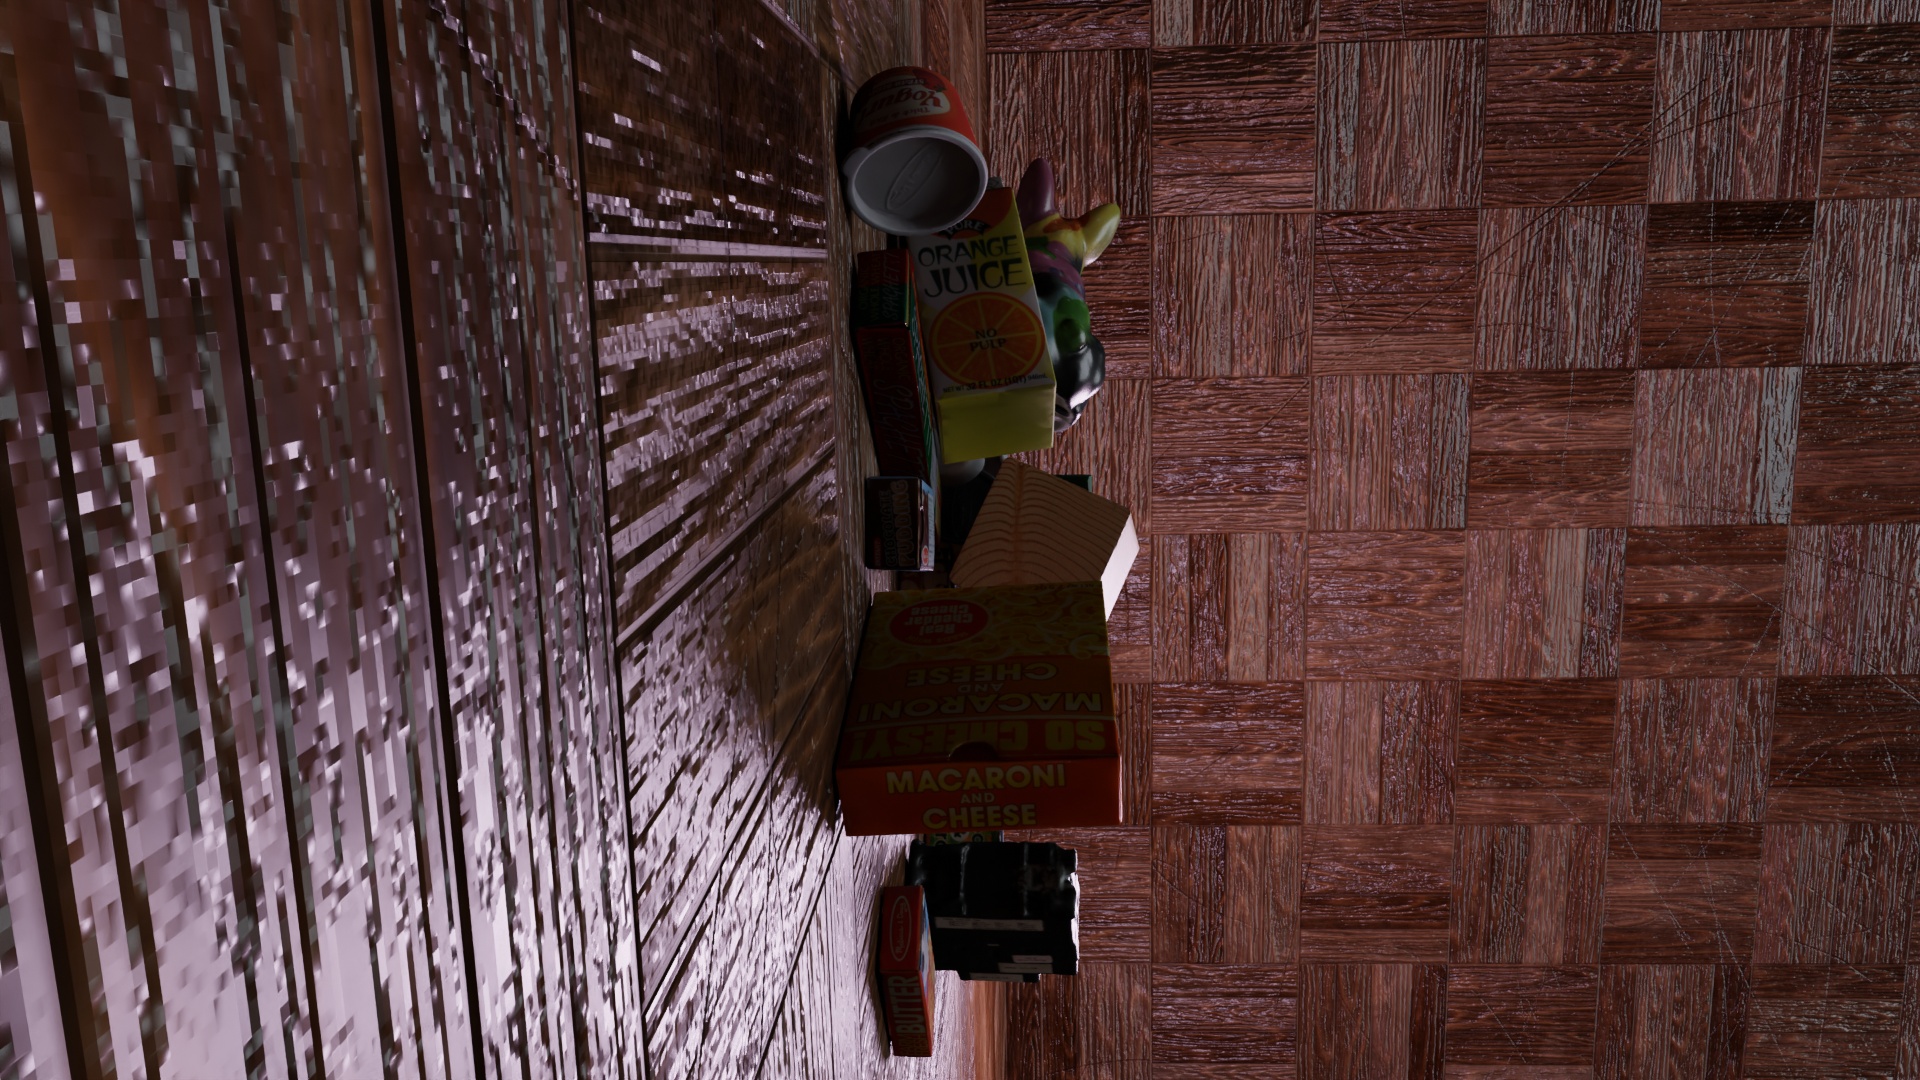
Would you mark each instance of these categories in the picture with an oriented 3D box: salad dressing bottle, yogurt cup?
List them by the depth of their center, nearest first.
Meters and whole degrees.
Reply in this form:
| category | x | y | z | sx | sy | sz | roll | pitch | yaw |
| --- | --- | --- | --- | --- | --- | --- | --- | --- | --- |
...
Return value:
| category | x | y | z | sx | sy | sz | roll | pitch | yaw |
| --- | --- | --- | --- | --- | --- | --- | --- | --- | --- |
| yogurt cup | -0.024 | -0.188 | 0.666 | 0.072 | 0.072 | 0.054 | 84 | -2 | -58 |
| salad dressing bottle | -0.012 | -0.070 | 0.962 | 0.064 | 0.044 | 0.148 | 55 | 2 | -5 |

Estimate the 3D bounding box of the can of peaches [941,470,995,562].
| category | x | y | z | sx | sy | sz | roll | pitch | yaw |
| --- | --- | --- | --- | --- | --- | --- | --- | --- | --- |
| can of peaches | 0.004 | -0.013 | 1.033 | 0.057 | 0.071 | 0.071 | 86 | 4 | -62 |

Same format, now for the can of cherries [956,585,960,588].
| category | x | y | z | sx | sy | sz | roll | pitch | yaw |
| --- | --- | --- | --- | --- | --- | --- | --- | --- | --- |
| can of cherries | 0.002 | 0.018 | 1.109 | 0.071 | 0.058 | 0.071 | -9 | 99 | -88 |

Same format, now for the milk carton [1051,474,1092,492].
| category | x | y | z | sx | sy | sz | roll | pitch | yaw |
| --- | --- | --- | --- | --- | --- | --- | --- | --- | --- |
| milk carton | 0.036 | -0.022 | 1.217 | 0.190 | 0.073 | 0.072 | 5 | -84 | 63 |

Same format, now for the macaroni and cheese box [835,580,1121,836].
| category | x | y | z | sx | sy | sz | roll | pitch | yaw |
| --- | --- | --- | --- | --- | --- | --- | --- | --- | --- |
| macaroni and cheese box | 0.011 | 0.074 | 0.668 | 0.167 | 0.124 | 0.040 | -84 | 170 | -66 |

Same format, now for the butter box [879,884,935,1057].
| category | x | y | z | sx | sy | sz | roll | pitch | yaw |
| --- | --- | --- | --- | --- | --- | --- | --- | --- | --- |
| butter box | -0.029 | 0.245 | 0.785 | 0.053 | 0.024 | 0.103 | -89 | 176 | -46 |

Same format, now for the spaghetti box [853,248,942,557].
| category | x | y | z | sx | sy | sz | roll | pitch | yaw |
| --- | --- | --- | --- | --- | --- | --- | --- | --- | --- |
| spaghetti box | -0.032 | -0.068 | 0.784 | 0.249 | 0.029 | 0.050 | 83 | 6 | -62 |

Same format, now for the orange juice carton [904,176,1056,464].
| category | x | y | z | sx | sy | sz | roll | pitch | yaw |
| --- | --- | --- | --- | --- | --- | --- | --- | --- | --- |
| orange juice carton | 0.007 | -0.151 | 0.868 | 0.072 | 0.072 | 0.193 | 86 | -5 | -63 |

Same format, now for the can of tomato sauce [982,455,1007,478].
| category | x | y | z | sx | sy | sz | roll | pitch | yaw |
| --- | --- | --- | --- | --- | --- | --- | --- | --- | --- |
| can of tomato sauce | 0.004 | -0.078 | 1.137 | 0.083 | 0.071 | 0.070 | -85 | 173 | -59 |

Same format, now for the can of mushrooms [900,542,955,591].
| category | x | y | z | sx | sy | sz | roll | pitch | yaw |
| --- | --- | --- | --- | --- | --- | --- | --- | --- | --- |
| can of mushrooms | -0.021 | 0.035 | 0.917 | 0.071 | 0.033 | 0.071 | -6 | 96 | -86 |

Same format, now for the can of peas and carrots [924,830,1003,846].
| category | x | y | z | sx | sy | sz | roll | pitch | yaw |
| --- | --- | --- | --- | --- | --- | --- | --- | --- | --- |
| can of peas and carrots | 0.004 | 0.233 | 1.072 | 0.071 | 0.059 | 0.071 | -7 | 96 | -86 |

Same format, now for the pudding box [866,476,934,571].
| category | x | y | z | sx | sy | sz | roll | pitch | yaw |
| --- | --- | --- | --- | --- | --- | --- | --- | --- | --- |
| pudding box | -0.032 | -0.008 | 0.757 | 0.083 | 0.030 | 0.049 | 26 | 65 | -86 |
